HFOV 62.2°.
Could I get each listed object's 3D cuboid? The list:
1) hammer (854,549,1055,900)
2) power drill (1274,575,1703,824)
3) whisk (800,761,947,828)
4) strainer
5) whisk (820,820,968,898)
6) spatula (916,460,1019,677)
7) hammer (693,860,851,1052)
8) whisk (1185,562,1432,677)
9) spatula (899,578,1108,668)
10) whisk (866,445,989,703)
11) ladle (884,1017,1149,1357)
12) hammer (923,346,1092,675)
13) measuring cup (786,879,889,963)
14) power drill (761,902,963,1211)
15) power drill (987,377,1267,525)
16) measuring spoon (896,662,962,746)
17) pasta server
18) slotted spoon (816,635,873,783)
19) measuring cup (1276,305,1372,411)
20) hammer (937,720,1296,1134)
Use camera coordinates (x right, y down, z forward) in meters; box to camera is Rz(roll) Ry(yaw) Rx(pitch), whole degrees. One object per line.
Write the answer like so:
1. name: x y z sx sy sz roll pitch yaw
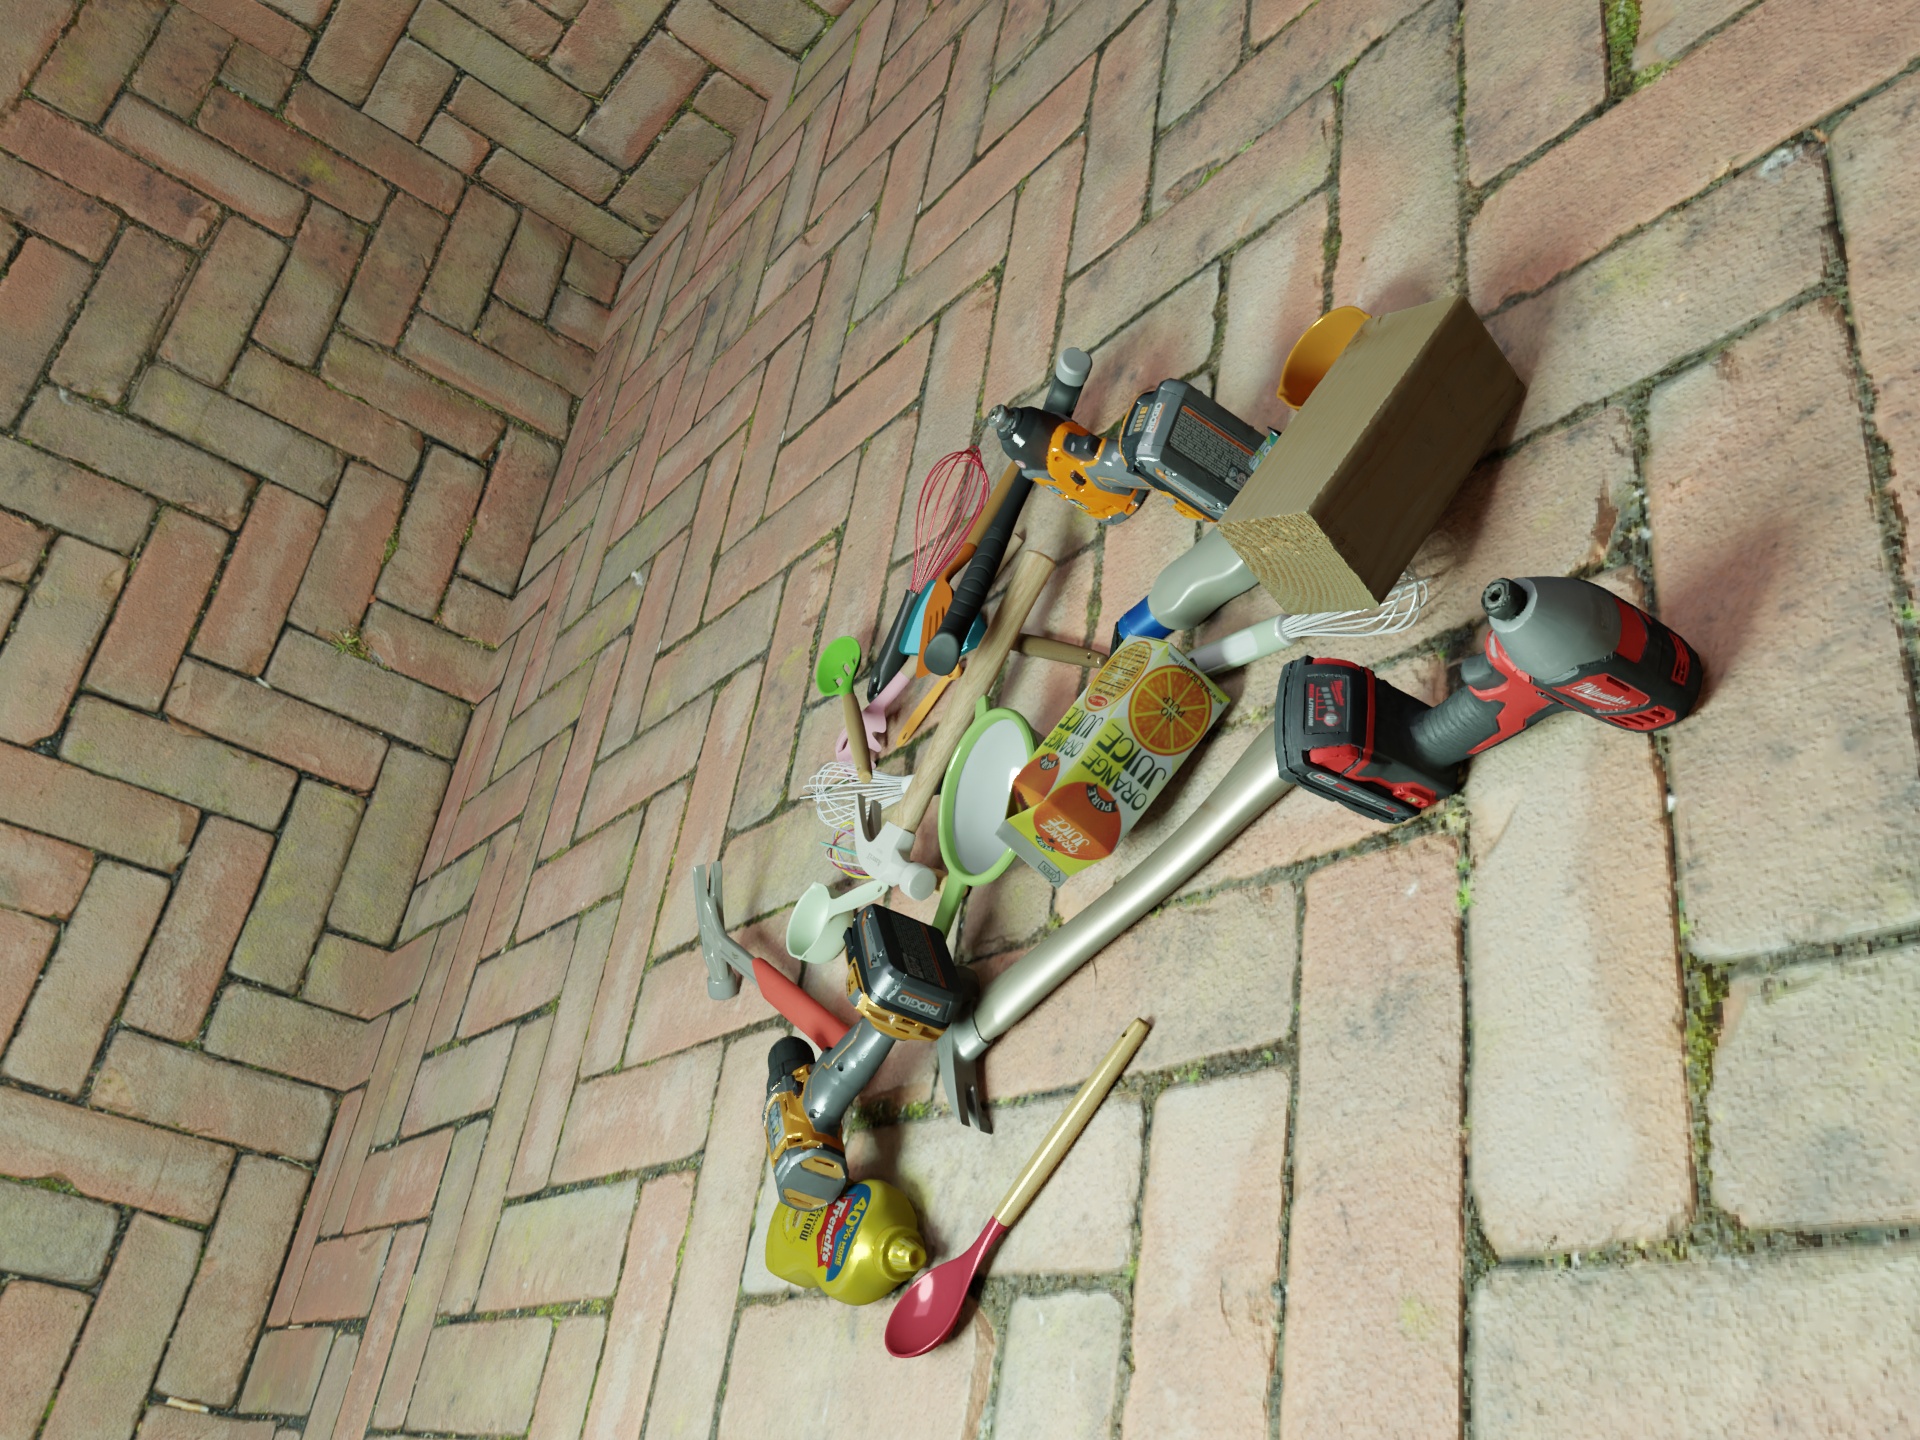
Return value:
1. hammer: -0.002 -0.005 1.450 0.130 0.031 0.331 23 85 52
2. power drill: 0.291 -0.017 0.919 0.219 0.143 0.079 -28 46 51
3. whisk: -0.062 0.066 1.544 0.285 0.070 0.070 -8 60 51
4. strainer: 0.028 0.117 1.342 0.152 0.069 0.256 43 116 59
5. whisk: -0.065 0.134 1.498 0.245 0.051 0.047 10 70 58
6. spatula: 0.027 -0.181 1.564 0.081 0.041 0.323 -33 24 57
7. hammer: -0.177 0.253 1.543 0.359 0.036 0.149 21 118 58
8. whisk: 0.241 -0.067 1.148 0.246 0.059 0.058 -24 83 56
9. spatula: 0.041 -0.077 1.494 0.318 0.044 0.082 17 83 61
10. whisk: -0.040 -0.153 1.684 0.073 0.073 0.296 28 97 62
11. ladle: 0.043 0.342 1.157 0.315 0.031 0.069 -56 21 10
12. hammer: 0.041 -0.182 1.474 0.146 0.035 0.335 112 -178 -64
13. measuring cup: -0.107 0.186 1.531 0.167 0.038 0.083 -29 43 44
14. power drill: -0.095 0.264 1.317 0.226 0.084 0.185 -59 22 15
15. power drill: 0.132 -0.227 1.342 0.227 0.164 0.084 9 75 59
16. measuring spoon: -0.031 -0.014 1.601 0.117 0.011 0.021 -52 30 27
17. pasta server: -0.034 -0.064 1.631 0.316 0.040 0.060 -50 31 16
18. slotted spoon: -0.113 -0.009 1.630 0.070 0.031 0.314 -50 22 13
19. measuring cup: 0.295 -0.233 1.191 0.095 0.052 0.174 -39 38 38
20. hammer: 0.118 0.148 1.184 0.410 0.038 0.146 -46 34 29
